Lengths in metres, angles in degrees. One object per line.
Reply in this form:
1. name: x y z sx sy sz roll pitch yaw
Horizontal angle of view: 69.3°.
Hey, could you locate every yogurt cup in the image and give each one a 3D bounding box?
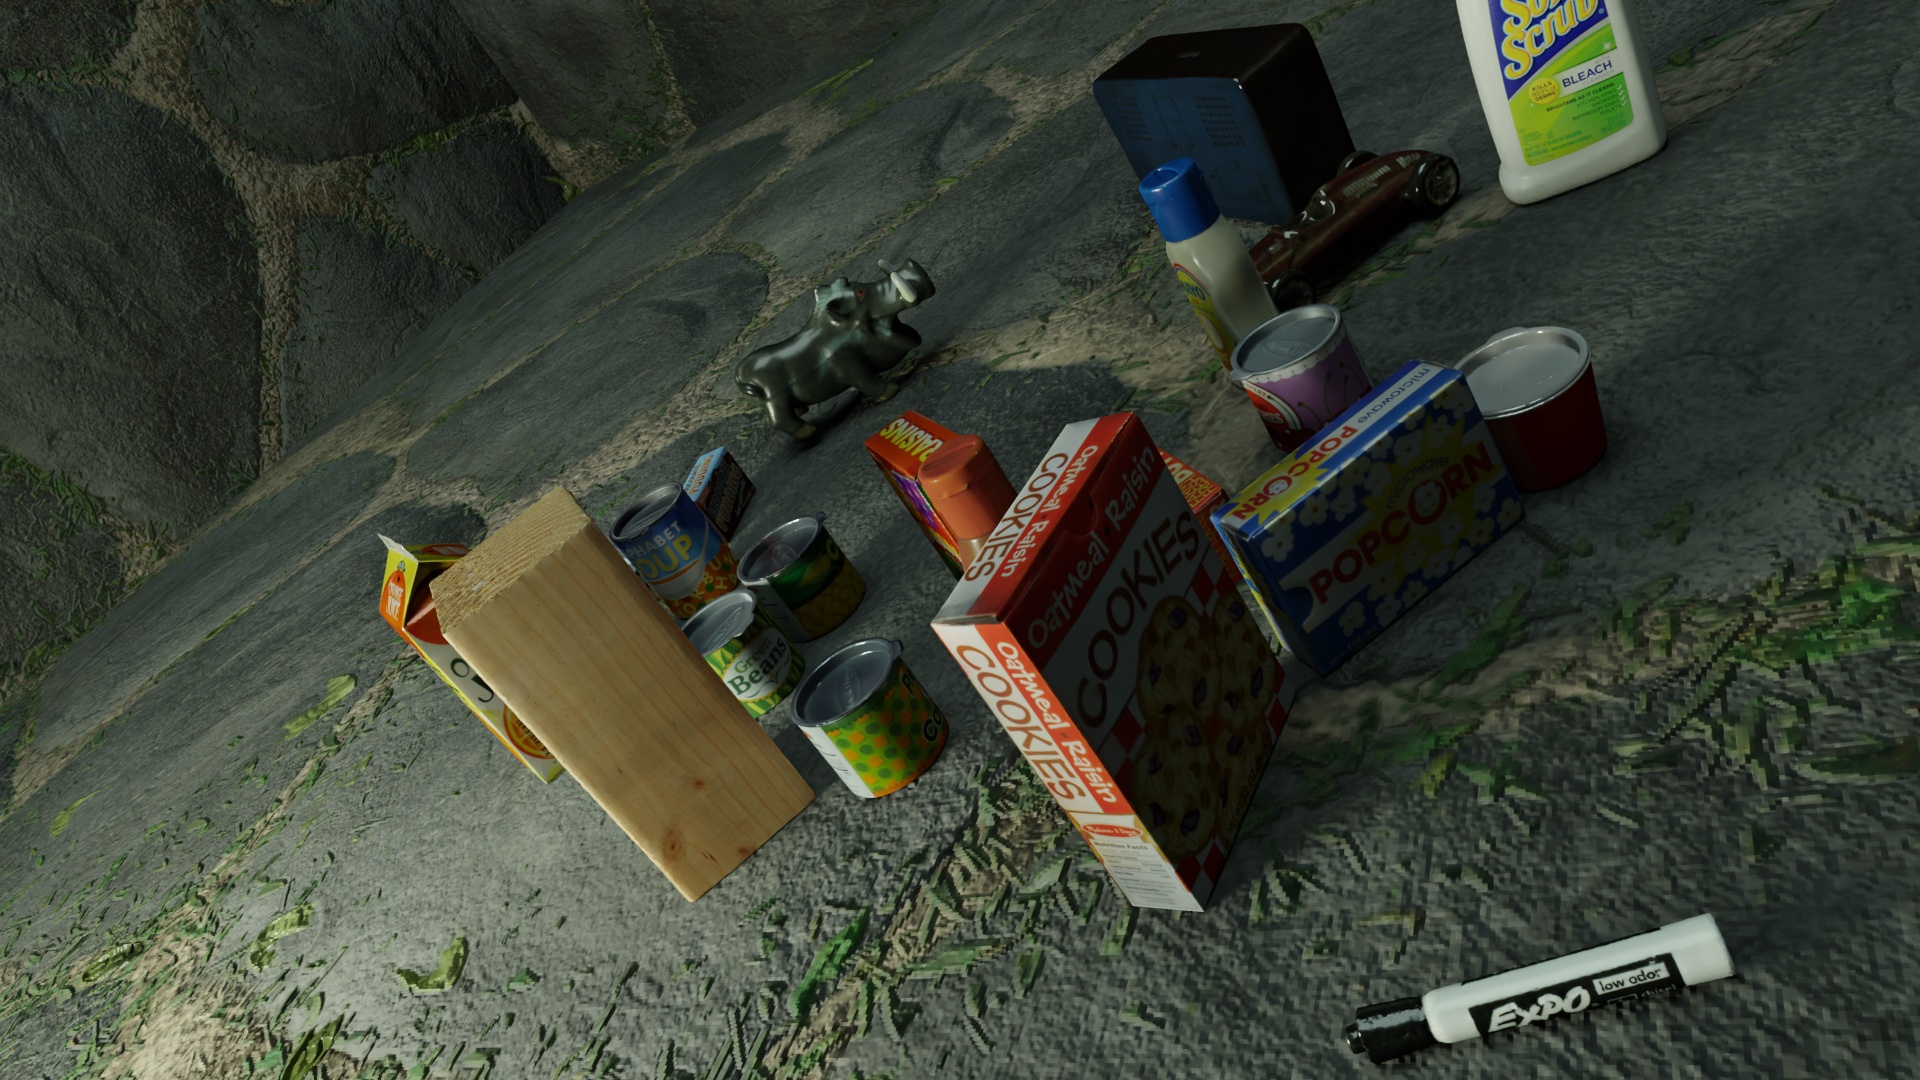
1. yogurt cup: 0.271 -0.060 0.659 0.072 0.053 0.073 -26 27 15

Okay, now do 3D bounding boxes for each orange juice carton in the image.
1. orange juice carton: -0.326 0.070 0.952 0.073 0.192 0.072 -44 28 -20

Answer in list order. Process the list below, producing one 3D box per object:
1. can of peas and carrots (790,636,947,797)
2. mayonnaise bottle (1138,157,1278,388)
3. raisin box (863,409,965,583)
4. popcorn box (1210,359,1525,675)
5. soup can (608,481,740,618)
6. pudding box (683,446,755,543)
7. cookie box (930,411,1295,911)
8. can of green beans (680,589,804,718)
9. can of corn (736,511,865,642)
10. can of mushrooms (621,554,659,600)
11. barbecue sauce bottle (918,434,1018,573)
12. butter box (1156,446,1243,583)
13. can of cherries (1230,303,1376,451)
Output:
1. can of peas and carrots: -0.047 0.094 0.749 0.071 0.058 0.071 -26 27 15
2. mayonnaise bottle: 0.157 -0.162 0.851 0.041 0.147 0.065 -35 26 -2
3. raisin box: 0.003 -0.010 0.796 0.040 0.123 0.086 -38 26 -8
4. popcorn box: 0.187 -0.012 0.635 0.127 0.085 0.038 -37 26 -7
5. soup can: -0.215 0.010 1.052 0.071 0.083 0.072 -26 27 15
6. pudding box: -0.206 -0.034 1.155 0.030 0.049 0.084 -21 29 24
7. cookie box: 0.071 0.050 0.569 0.040 0.167 0.123 -8 36 42
8. can of green beans: -0.142 0.074 0.891 0.071 0.057 0.071 -26 27 15
9. can of corn: -0.104 0.024 0.932 0.071 0.058 0.071 -26 27 15
10. can of mushrooms: -0.275 0.043 1.120 0.071 0.033 0.071 -26 27 15
11. barbecue sauce bottle: 0.032 0.015 0.694 0.065 0.148 0.044 -25 27 17
12. butter box: 0.121 -0.018 0.755 0.024 0.053 0.104 -36 26 -4
13. can of cherries: 0.194 -0.091 0.791 0.071 0.058 0.072 -26 27 15
